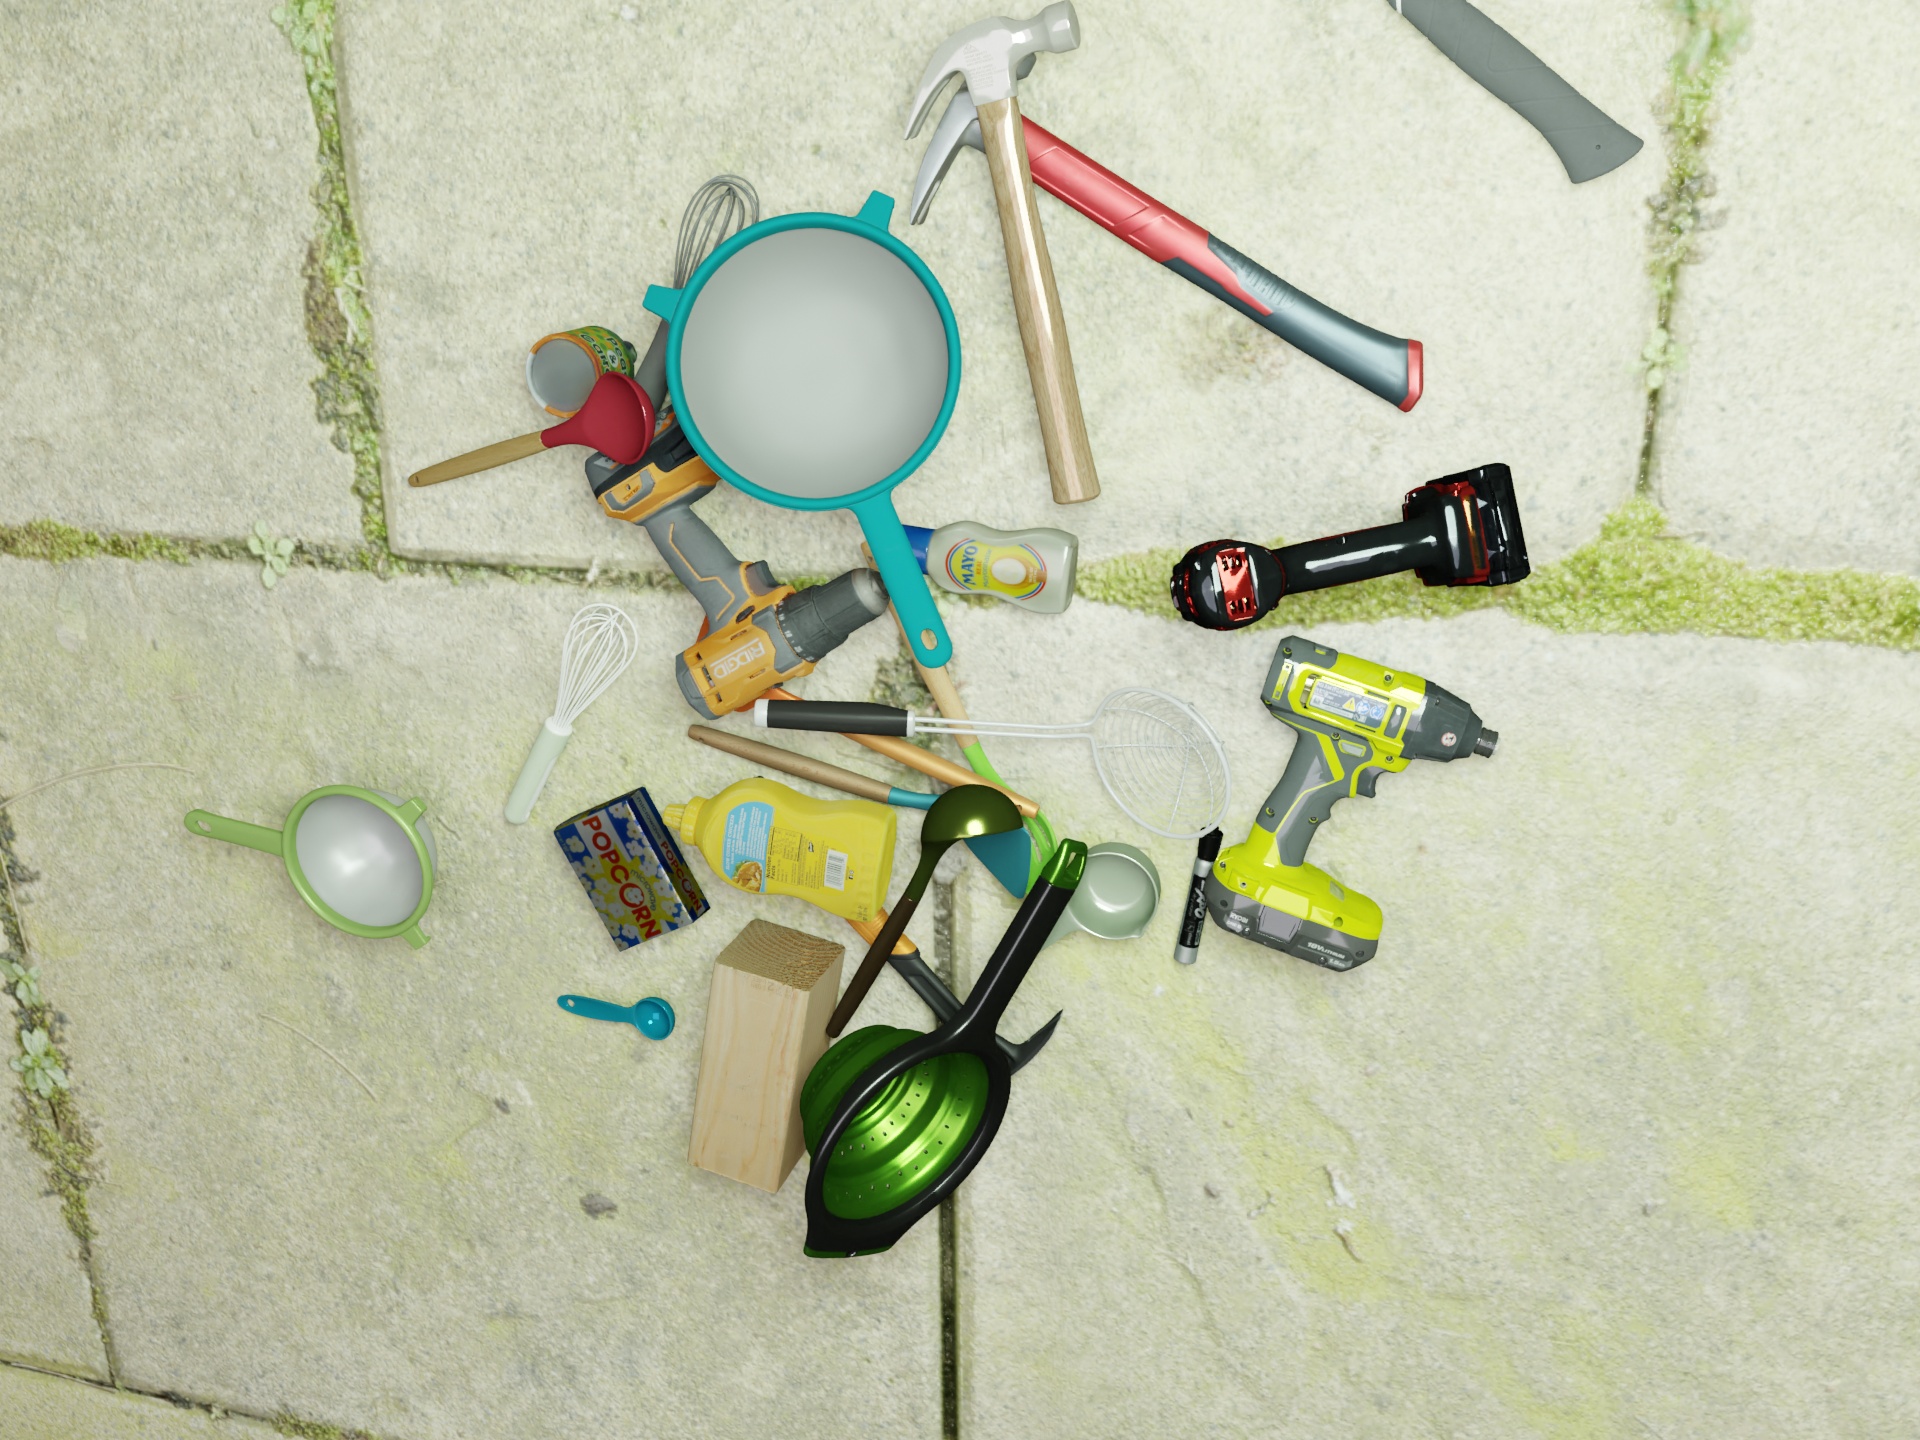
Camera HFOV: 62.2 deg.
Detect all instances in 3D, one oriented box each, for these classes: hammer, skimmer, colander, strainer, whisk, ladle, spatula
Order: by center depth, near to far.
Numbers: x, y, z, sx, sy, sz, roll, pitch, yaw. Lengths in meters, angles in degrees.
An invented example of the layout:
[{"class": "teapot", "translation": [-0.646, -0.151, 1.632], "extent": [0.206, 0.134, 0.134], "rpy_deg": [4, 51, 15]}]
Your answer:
[{"class": "hammer", "translation": [0.274, -0.491, 1.025], "extent": [0.409, 0.036, 0.149], "rpy_deg": [40, 113, 0]}, {"class": "hammer", "translation": [0.047, -0.314, 1.114], "extent": [0.130, 0.031, 0.331], "rpy_deg": [-7, 108, 20]}, {"class": "hammer", "translation": [0.150, -0.318, 1.117], "extent": [0.386, 0.038, 0.143], "rpy_deg": [33, 115, 3]}, {"class": "strainer", "translation": [-0.080, -0.198, 1.175], "extent": [0.211, 0.095, 0.340], "rpy_deg": [-23, 94, 1]}, {"class": "skimmer", "translation": [0.021, 0.023, 1.209], "extent": [0.363, 0.090, 0.127], "rpy_deg": [4, 126, 0]}, {"class": "whisk", "translation": [-0.215, -0.308, 1.226], "extent": [0.055, 0.055, 0.239], "rpy_deg": [33, 119, 3]}, {"class": "ladle", "translation": [-0.341, -0.215, 1.251], "extent": [0.315, 0.031, 0.069], "rpy_deg": [-6, 101, 38]}, {"class": "ladle", "translation": [-0.042, 0.166, 1.280], "extent": [0.062, 0.078, 0.320], "rpy_deg": [54, 133, 30]}, {"class": "spatula", "translation": [-0.082, 0.005, 1.284], "extent": [0.322, 0.041, 0.081], "rpy_deg": [24, 112, 10]}, {"class": "colander", "translation": [-0.025, 0.249, 1.291], "extent": [0.095, 0.204, 0.397], "rpy_deg": [38, 103, 40]}, {"class": "spatula", "translation": [-0.085, 0.060, 1.308], "extent": [0.317, 0.044, 0.082], "rpy_deg": [17, 136, 13]}, {"class": "hammer", "translation": [-0.064, 0.174, 1.348], "extent": [0.127, 0.034, 0.337], "rpy_deg": [-41, 93, 25]}, {"class": "whisk", "translation": [-0.340, -0.001, 1.364], "extent": [0.059, 0.058, 0.246], "rpy_deg": [31, 119, -5]}, {"class": "strainer", "translation": [-0.582, 0.108, 1.457], "extent": [0.256, 0.069, 0.151], "rpy_deg": [11, 113, 13]}]

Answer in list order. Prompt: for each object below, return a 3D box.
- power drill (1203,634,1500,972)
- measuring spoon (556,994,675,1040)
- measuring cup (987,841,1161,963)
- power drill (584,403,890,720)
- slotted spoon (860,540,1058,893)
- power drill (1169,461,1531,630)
[{"class": "power drill", "translation": [0.286, 0.065, 1.189], "extent": [0.171, 0.080, 0.223], "rpy_deg": [20, 109, 9]}, {"class": "measuring spoon", "translation": [-0.315, 0.264, 1.465], "extent": [0.129, 0.021, 0.042], "rpy_deg": [5, 110, 24]}, {"class": "measuring cup", "translation": [0.090, 0.157, 1.297], "extent": [0.167, 0.038, 0.083], "rpy_deg": [-34, 96, 25]}, {"class": "power drill", "translation": [-0.170, -0.135, 1.232], "extent": [0.185, 0.084, 0.226], "rpy_deg": [-27, 89, 22]}, {"class": "slotted spoon", "translation": [-0.002, -0.004, 1.274], "extent": [0.070, 0.031, 0.313], "rpy_deg": [-21, 99, 39]}, {"class": "power drill", "translation": [0.255, -0.111, 1.103], "extent": [0.226, 0.188, 0.080], "rpy_deg": [-13, 94, 2]}]
